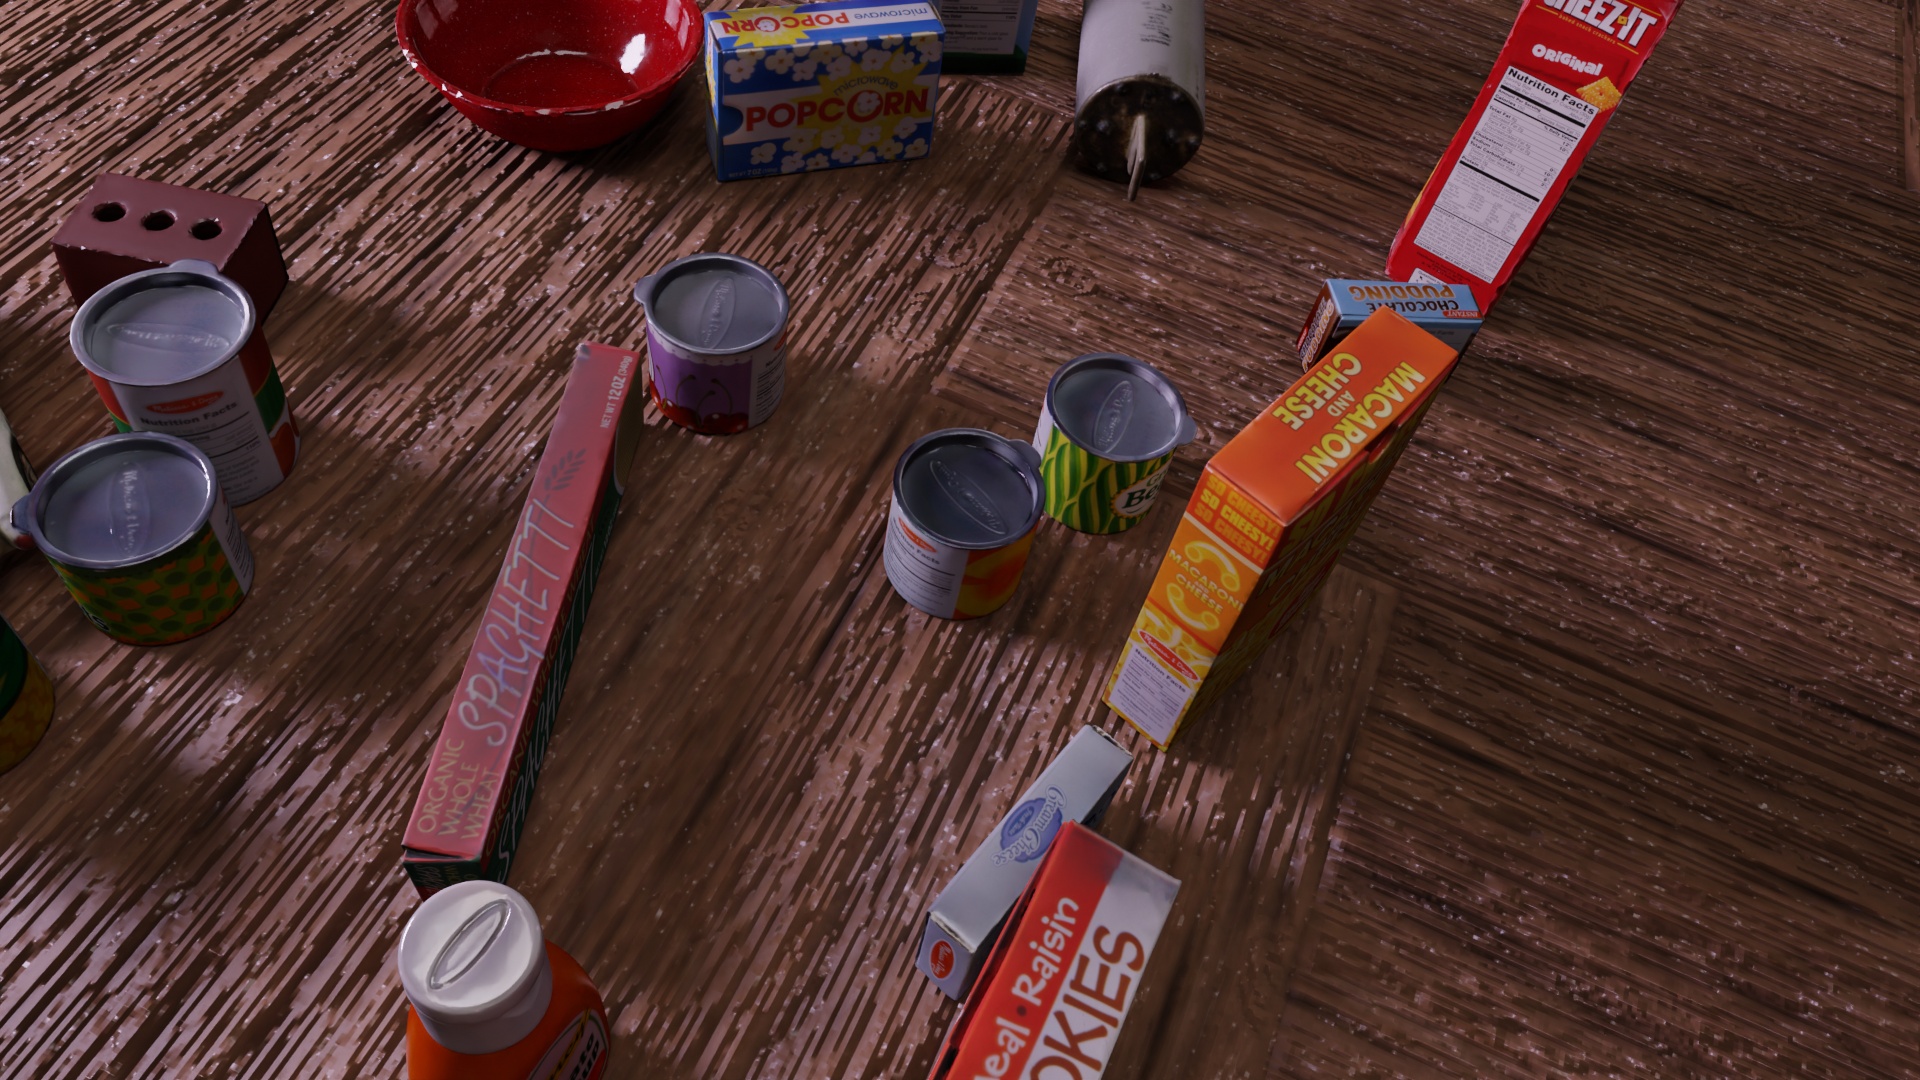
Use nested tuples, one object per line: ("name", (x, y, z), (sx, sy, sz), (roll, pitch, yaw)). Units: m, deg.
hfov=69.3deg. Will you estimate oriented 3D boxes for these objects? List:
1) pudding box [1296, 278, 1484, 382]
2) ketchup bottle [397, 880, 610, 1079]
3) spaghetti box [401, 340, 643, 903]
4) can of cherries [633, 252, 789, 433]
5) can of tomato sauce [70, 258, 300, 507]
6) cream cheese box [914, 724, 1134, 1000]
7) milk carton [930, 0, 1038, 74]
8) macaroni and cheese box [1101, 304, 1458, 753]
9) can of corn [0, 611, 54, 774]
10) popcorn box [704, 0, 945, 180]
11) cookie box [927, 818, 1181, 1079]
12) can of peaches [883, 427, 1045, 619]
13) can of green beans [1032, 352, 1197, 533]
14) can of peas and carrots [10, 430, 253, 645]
("pudding box", (0.227, -0.111, 0.739), (0.084, 0.049, 0.030), (0, 54, -10))
("ketchup bottle", (-0.140, 0.148, 0.422), (0.043, 0.148, 0.065), (29, 55, 11))
("spaghetti box", (-0.171, 0.025, 0.568), (0.029, 0.050, 0.251), (9, 53, -3))
("can of cherries", (-0.118, -0.094, 0.660), (0.071, 0.058, 0.072), (5, 53, -6))
("can of tomato sauce", (-0.323, -0.064, 0.587), (0.071, 0.082, 0.071), (5, 53, -6))
("cream cheese box", (0.024, 0.121, 0.529), (0.024, 0.053, 0.104), (36, 56, 16))
("milk carton", (0.013, -0.373, 0.806), (0.073, 0.189, 0.072), (-3, 55, -12))
("macaroni and cheese box", (0.127, 0.000, 0.567), (0.040, 0.165, 0.124), (39, 57, 18))
("can of corn", (-0.379, 0.054, 0.506), (0.071, 0.058, 0.071), (5, 53, -6))
("popcorn box", (-0.076, -0.249, 0.765), (0.127, 0.084, 0.038), (-12, 57, -18))
("cookie box", (0.007, 0.175, 0.416), (0.040, 0.166, 0.123), (25, 54, 9))
("can of peaches", (0.002, -0.008, 0.618), (0.071, 0.057, 0.071), (5, 53, -6))
("can of green beans", (0.068, -0.045, 0.657), (0.071, 0.057, 0.071), (5, 53, -6))
("can of peas and carrots", (-0.327, 0.001, 0.554), (0.071, 0.058, 0.071), (5, 53, -6))
